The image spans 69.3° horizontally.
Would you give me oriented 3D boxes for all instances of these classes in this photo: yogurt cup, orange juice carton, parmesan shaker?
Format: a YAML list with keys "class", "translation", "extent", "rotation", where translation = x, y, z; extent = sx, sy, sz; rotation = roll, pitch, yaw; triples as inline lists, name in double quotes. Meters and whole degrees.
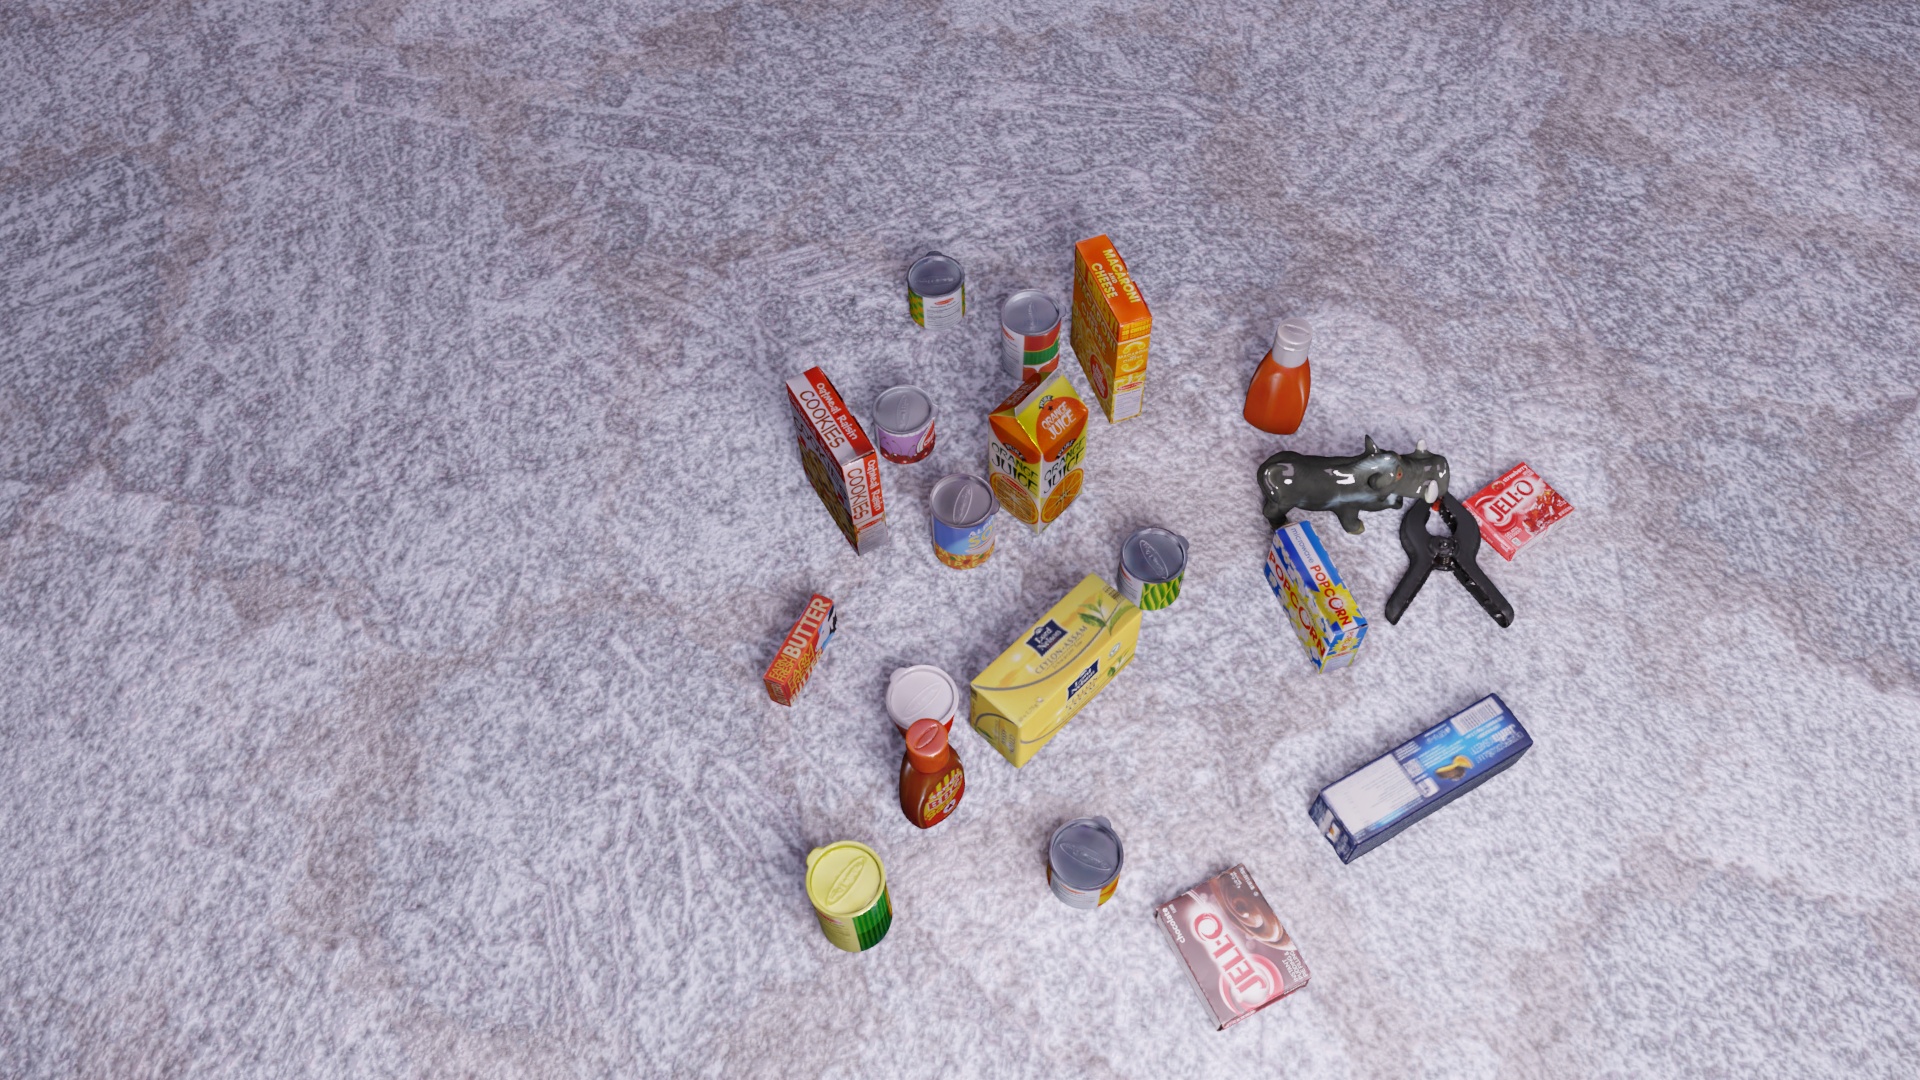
- class: "yogurt cup"
  translation: [-0.035, 0.159, 1.313]
  extent: [0.072, 0.053, 0.073]
  rotation: [-1, 58, 1]
- class: "orange juice carton"
  translation: [0.077, -0.096, 1.389]
  extent: [0.073, 0.191, 0.072]
  rotation: [38, 66, 22]
- class: "parmesan shaker"
  translation: [-0.096, 0.305, 1.194]
  extent: [0.071, 0.102, 0.071]
  rotation: [-1, 58, 1]

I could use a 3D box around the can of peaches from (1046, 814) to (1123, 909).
- class: "can of peaches"
  translation: [0.111, 0.284, 1.228]
  extent: [0.071, 0.057, 0.071]
  rotation: [-1, 58, 1]

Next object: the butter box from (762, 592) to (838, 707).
- class: "butter box"
  translation: [-0.154, 0.107, 1.350]
  extent: [0.024, 0.053, 0.104]
  rotation: [21, 61, 14]

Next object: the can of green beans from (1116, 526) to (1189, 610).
- class: "can of green beans"
  translation: [0.191, 0.029, 1.386]
  extent: [0.071, 0.057, 0.071]
  rotation: [-1, 58, 1]

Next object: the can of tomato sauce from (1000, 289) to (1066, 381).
- class: "can of tomato sauce"
  translation: [0.080, -0.226, 1.535]
  extent: [0.071, 0.082, 0.071]
  rotation: [-1, 58, 1]

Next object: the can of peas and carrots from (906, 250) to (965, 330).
- class: "can of peas and carrots"
  translation: [-0.028, -0.285, 1.589]
  extent: [0.071, 0.058, 0.071]
  rotation: [-1, 58, 1]

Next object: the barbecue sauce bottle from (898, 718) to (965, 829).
- class: "barbecue sauce bottle"
  translation: [-0.027, 0.203, 1.230]
  extent: [0.044, 0.147, 0.065]
  rotation: [38, 67, 22]

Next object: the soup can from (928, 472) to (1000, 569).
- class: "soup can"
  translation: [0.005, -0.018, 1.406]
  extent: [0.071, 0.083, 0.071]
  rotation: [-1, 58, 1]

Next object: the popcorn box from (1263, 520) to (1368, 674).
- class: "popcorn box"
  translation: [0.343, 0.055, 1.350]
  extent: [0.038, 0.084, 0.127]
  rotation: [-17, 59, -9]

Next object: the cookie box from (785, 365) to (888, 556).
- class: "cookie box"
  translation: [-0.122, -0.078, 1.398]
  extent: [0.040, 0.166, 0.123]
  rotation: [-27, 61, -14]

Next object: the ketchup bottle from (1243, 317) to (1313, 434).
- class: "ketchup bottle"
  translation: [0.338, -0.171, 1.455]
  extent: [0.065, 0.148, 0.044]
  rotation: [19, 61, 13]

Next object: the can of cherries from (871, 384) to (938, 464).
- class: "can of cherries"
  translation: [-0.058, -0.123, 1.489]
  extent: [0.071, 0.058, 0.072]
  rotation: [-1, 58, 1]

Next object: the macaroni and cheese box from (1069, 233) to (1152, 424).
- class: "macaroni and cheese box"
  translation: [0.159, -0.224, 1.482]
  extent: [0.040, 0.165, 0.124]
  rotation: [-17, 59, -9]
